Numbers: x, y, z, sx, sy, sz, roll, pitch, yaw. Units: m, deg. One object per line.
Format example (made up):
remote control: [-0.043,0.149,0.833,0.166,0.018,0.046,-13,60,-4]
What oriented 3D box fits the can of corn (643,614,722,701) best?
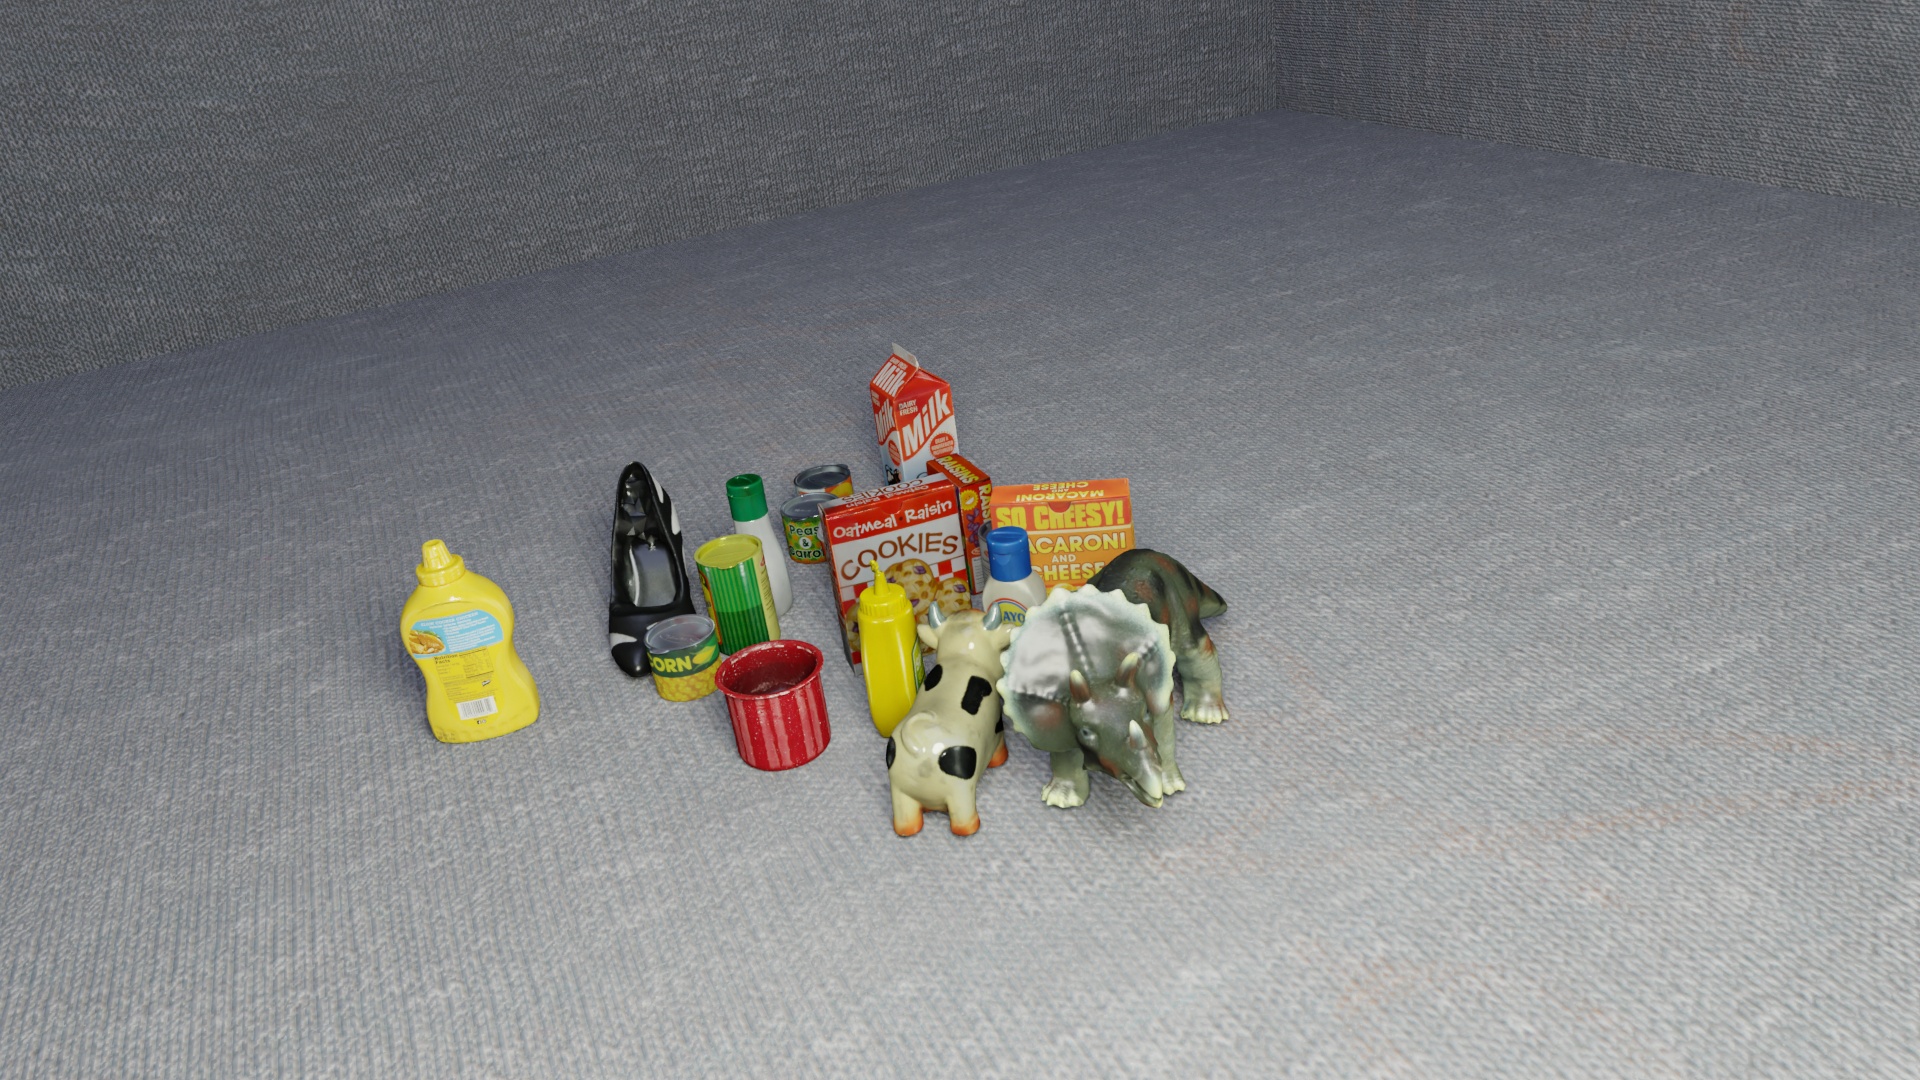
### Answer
can of corn: [-0.260,0.112,1.305,0.071,0.058,0.071,-6,26,3]

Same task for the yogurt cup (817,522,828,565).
yogurt cup: [-0.115,0.009,1.479,0.072,0.053,0.073,-6,26,3]

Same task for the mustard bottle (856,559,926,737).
mustard bottle: [-0.059,0.089,1.179,0.049,0.159,0.065,-4,26,8]

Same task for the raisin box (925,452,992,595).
raisin box: [0.005,-0.018,1.421,0.040,0.122,0.086,-17,27,-18]

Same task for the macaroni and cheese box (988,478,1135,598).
macaroni and cheese box: [0.097,0.031,1.247,0.124,0.165,0.040,-4,26,9]

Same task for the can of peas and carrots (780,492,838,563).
can of peas and carrots: [-0.162,-0.013,1.531,0.071,0.058,0.071,-6,26,3]

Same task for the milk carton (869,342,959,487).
milk carton: [-0.051,-0.129,1.587,0.074,0.189,0.072,-18,27,-20]

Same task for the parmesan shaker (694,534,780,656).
parmesan shaker: [-0.217,0.055,1.357,0.071,0.102,0.071,-6,26,3]

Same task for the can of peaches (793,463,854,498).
can of peaches: [-0.153,-0.049,1.603,0.071,0.057,0.071,-6,26,3]

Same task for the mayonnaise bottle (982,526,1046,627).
mayonnaise bottle: [0.048,0.061,1.221,0.065,0.147,0.041,3,28,21]

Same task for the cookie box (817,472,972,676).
cookie box: [-0.057,0.031,1.288,0.123,0.166,0.040,-15,26,-14]

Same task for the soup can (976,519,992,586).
soup can: [0.056,0.024,1.366,0.071,0.083,0.071,-6,26,3]

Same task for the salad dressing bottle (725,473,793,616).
salad dressing bottle: [-0.205,0.006,1.403,0.044,0.147,0.064,-25,30,-31]
